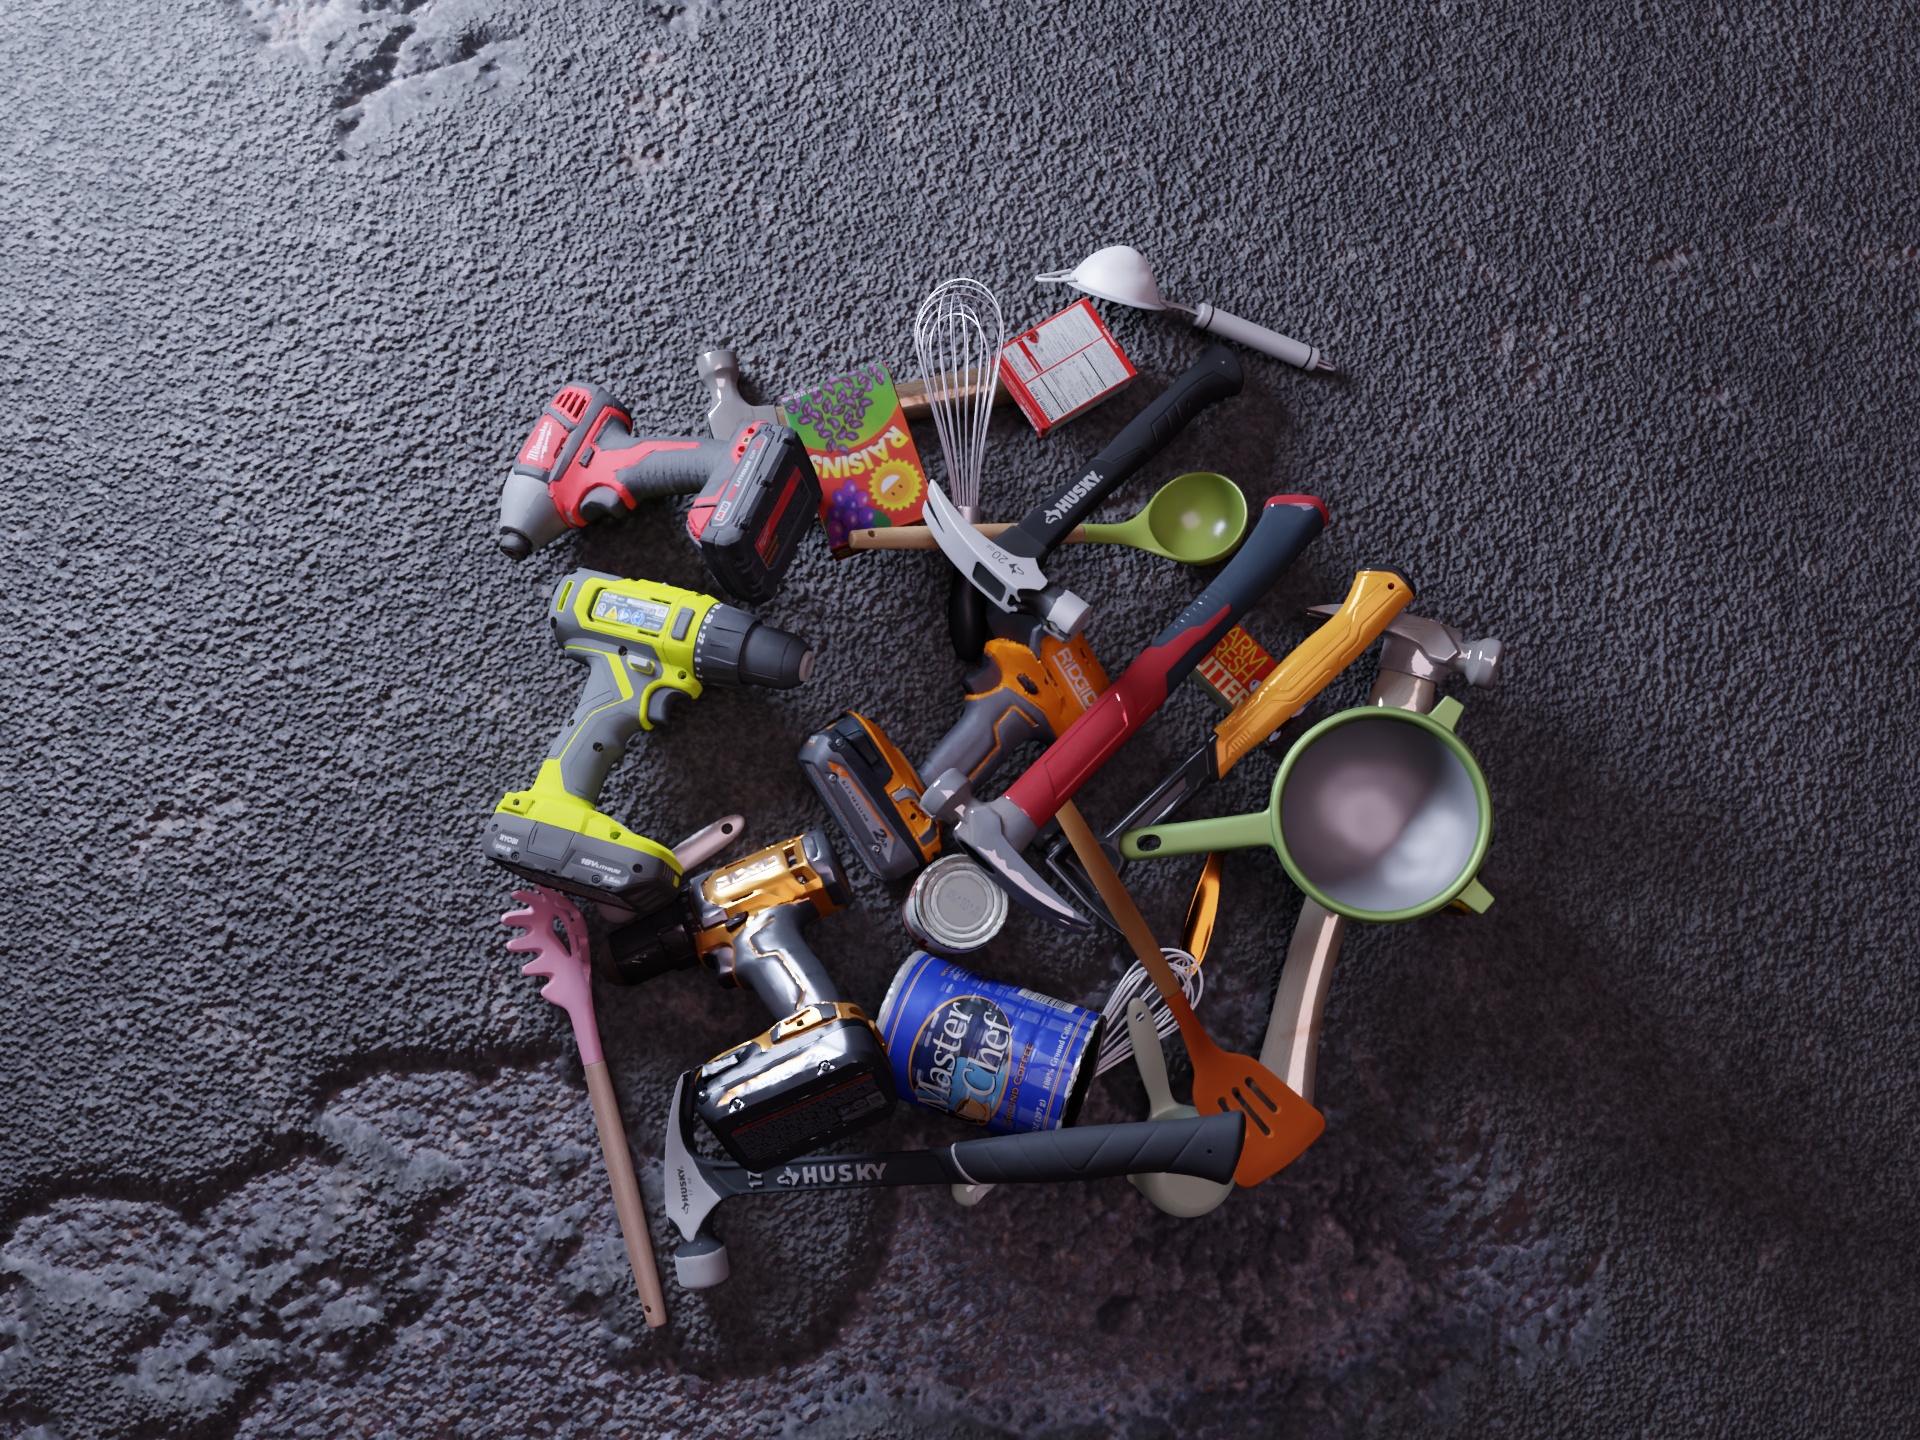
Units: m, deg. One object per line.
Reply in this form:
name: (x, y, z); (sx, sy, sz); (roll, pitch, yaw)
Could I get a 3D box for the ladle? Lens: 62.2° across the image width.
ladle: (0.071, -0.145, 1.177); (0.320, 0.062, 0.078); (-5, 61, -25)

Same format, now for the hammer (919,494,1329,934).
hammer: (0.151, -0.023, 1.137); (0.143, 0.038, 0.386); (42, 69, 9)

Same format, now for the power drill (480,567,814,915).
power drill: (-0.220, 0.013, 1.118); (0.190, 0.080, 0.229); (14, 73, 11)

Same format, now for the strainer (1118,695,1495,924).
strainer: (0.242, 0.075, 1.131); (0.256, 0.069, 0.151); (-8, 82, 9)

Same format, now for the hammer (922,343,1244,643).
hammer: (0.111, -0.194, 1.182); (0.146, 0.035, 0.335); (37, 55, 12)

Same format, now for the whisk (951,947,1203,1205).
whisk: (0.084, 0.259, 1.158); (0.246, 0.057, 0.059); (-44, 54, -9)

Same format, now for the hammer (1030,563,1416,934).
hammer: (0.210, 0.016, 1.172); (0.337, 0.034, 0.127); (-44, 81, 2)

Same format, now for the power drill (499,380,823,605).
power drill: (-0.223, -0.160, 1.133); (0.220, 0.078, 0.143); (14, 65, 21)

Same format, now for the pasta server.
pasta server: (-0.255, 0.268, 1.112); (0.060, 0.040, 0.316); (-18, 84, 27)

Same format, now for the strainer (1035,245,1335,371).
strainer: (0.186, -0.326, 1.263); (0.258, 0.087, 0.050); (18, 116, -14)

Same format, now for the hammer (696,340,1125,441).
hammer: (-0.029, -0.247, 1.234); (0.331, 0.031, 0.130); (-12, 82, -10)

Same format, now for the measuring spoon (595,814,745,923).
measuring spoon: (-0.210, 0.104, 1.156); (0.124, 0.018, 0.034); (-34, 86, -12)

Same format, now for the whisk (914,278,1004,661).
whisk: (0.004, -0.185, 1.192); (0.070, 0.070, 0.284); (-3, 97, -8)

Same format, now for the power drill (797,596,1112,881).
power drill: (-0.002, -0.004, 1.160); (0.226, 0.084, 0.164); (-33, 99, -14)

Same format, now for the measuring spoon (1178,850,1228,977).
measuring spoon: (0.184, 0.139, 1.208); (0.021, 0.011, 0.117); (16, 82, -5)

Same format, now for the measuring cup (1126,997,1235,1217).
measuring cup: (0.151, 0.278, 1.136); (0.083, 0.038, 0.167); (-20, 103, -14)

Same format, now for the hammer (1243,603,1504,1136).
hammer: (0.270, 0.115, 1.177); (0.146, 0.038, 0.411); (17, 85, 17)

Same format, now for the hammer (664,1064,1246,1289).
hammer: (-0.014, 0.287, 1.044); (0.409, 0.036, 0.149); (-10, 88, 19)

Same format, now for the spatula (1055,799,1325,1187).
spatula: (0.142, 0.172, 1.124); (0.081, 0.041, 0.322); (-31, 90, -19)

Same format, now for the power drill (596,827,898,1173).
power drill: (-0.148, 0.187, 1.070); (0.185, 0.084, 0.226); (-23, 42, -1)
